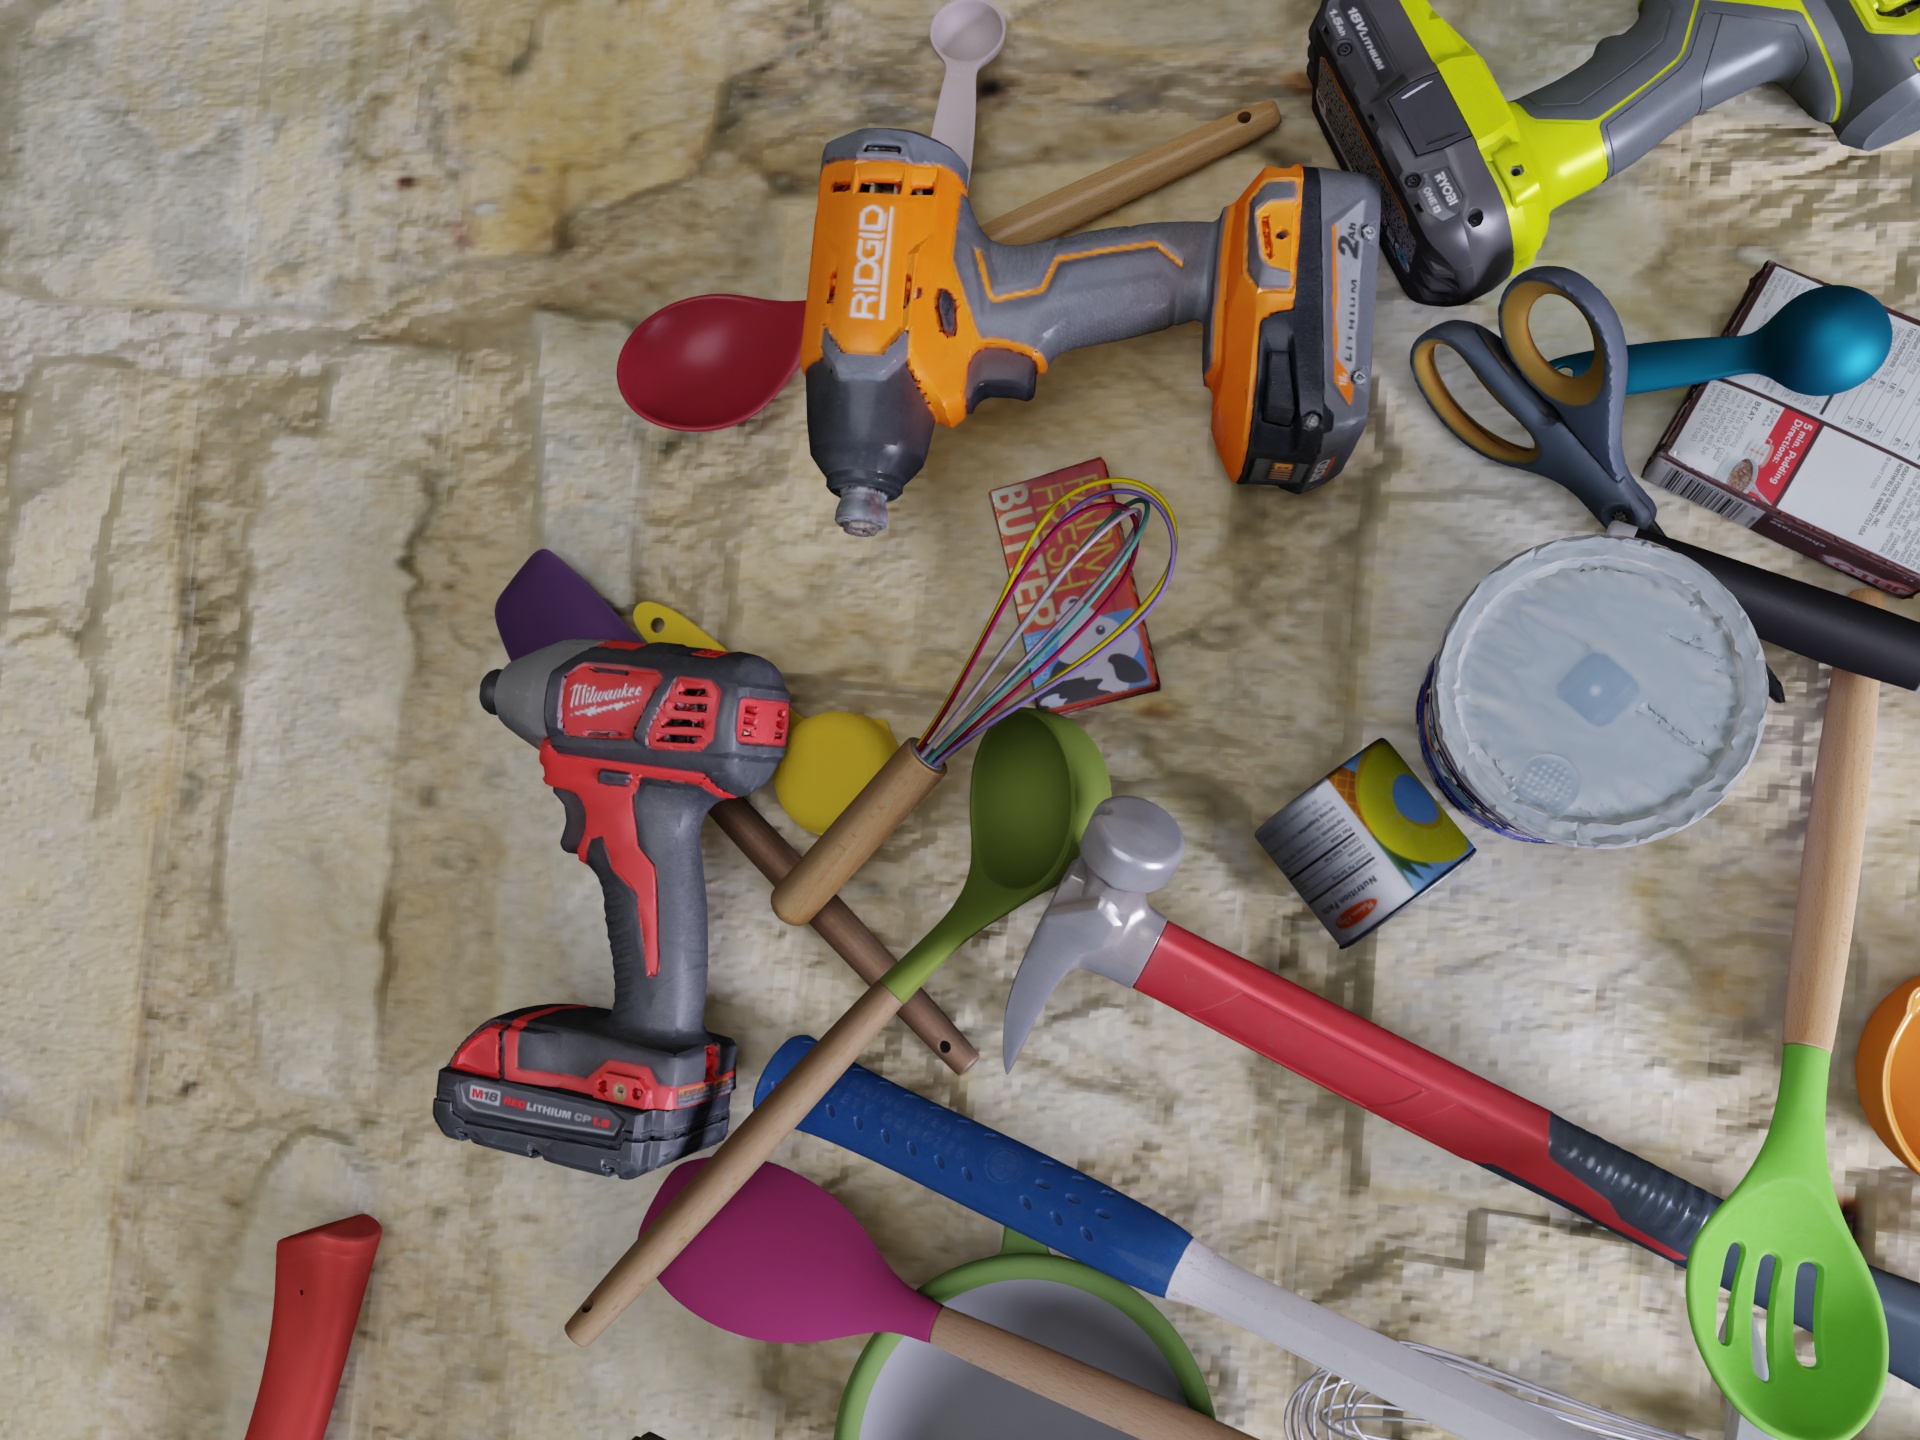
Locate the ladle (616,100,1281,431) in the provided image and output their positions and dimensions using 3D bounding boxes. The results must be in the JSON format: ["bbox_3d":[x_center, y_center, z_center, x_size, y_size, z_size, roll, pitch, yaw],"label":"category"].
[{"bbox_3d":[-0.007,-0.206,0.712,0.315,0.031,0.069,-22,75,9],"label":"ladle"}]

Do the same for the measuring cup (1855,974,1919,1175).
[{"bbox_3d":[0.407,0.104,0.576,0.173,0.052,0.095,-43,78,5],"label":"measuring cup"}]

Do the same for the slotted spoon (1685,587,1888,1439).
[{"bbox_3d":[0.310,0.094,0.573,0.070,0.031,0.314,16,73,1],"label":"slotted spoon"}]

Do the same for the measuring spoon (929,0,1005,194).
[{"bbox_3d":[-0.002,-0.264,0.712,0.034,0.018,0.124,6,80,8],"label":"measuring spoon"}]

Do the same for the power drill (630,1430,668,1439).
[{"bbox_3d":[-0.106,0.401,0.624,0.188,0.080,0.226,43,118,13],"label":"power drill"}]

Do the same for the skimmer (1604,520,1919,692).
[{"bbox_3d":[0.393,-0.003,0.522,0.363,0.090,0.127,25,87,20],"label":"skimmer"}]

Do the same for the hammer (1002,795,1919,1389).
[{"bbox_3d":[0.202,0.168,0.614,0.386,0.038,0.143,27,129,7],"label":"hammer"}]

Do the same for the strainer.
[{"bbox_3d":[0.067,0.325,0.616,0.256,0.069,0.151,35,68,25],"label":"strainer"}]

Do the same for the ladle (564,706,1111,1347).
[{"bbox_3d":[-0.054,0.124,0.650,0.320,0.062,0.078,-47,35,-6],"label":"ladle"}]

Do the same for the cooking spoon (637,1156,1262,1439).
[{"bbox_3d":[0.014,0.246,0.622,0.319,0.017,0.069,17,59,18],"label":"cooking spoon"}]

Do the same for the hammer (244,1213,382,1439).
[{"bbox_3d":[-0.328,0.409,0.740,0.149,0.036,0.359,17,91,14],"label":"hammer"}]

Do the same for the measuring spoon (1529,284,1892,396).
[{"bbox_3d":[0.279,-0.140,0.603,0.129,0.021,0.042,-2,75,33],"label":"measuring spoon"}]

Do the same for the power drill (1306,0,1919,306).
[{"bbox_3d":[0.259,-0.285,0.628,0.228,0.080,0.191,-25,81,8],"label":"power drill"}]

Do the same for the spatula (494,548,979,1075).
[{"bbox_3d":[-0.106,0.042,0.722,0.316,0.018,0.059,44,104,14],"label":"spatula"}]

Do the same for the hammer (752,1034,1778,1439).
[{"bbox_3d":[0.097,0.211,0.612,0.406,0.035,0.144,19,55,25],"label":"hammer"}]

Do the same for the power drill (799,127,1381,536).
[{"bbox_3d":[0.047,-0.149,0.646,0.226,0.084,0.164,5,82,5],"label":"power drill"}]

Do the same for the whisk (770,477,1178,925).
[{"bbox_3d":[-0.003,-0.004,0.647,0.245,0.047,0.051,-48,32,21],"label":"whisk"}]

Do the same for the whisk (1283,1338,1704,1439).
[{"bbox_3d":[0.266,0.281,0.598,0.284,0.070,0.070,4,87,9],"label":"whisk"}]

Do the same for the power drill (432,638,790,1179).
[{"bbox_3d":[-0.156,0.073,0.692,0.143,0.078,0.220,7,90,20],"label":"power drill"}]

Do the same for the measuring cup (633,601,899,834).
[{"bbox_3d":[-0.093,-0.006,0.715,0.156,0.029,0.062,38,95,11],"label":"measuring cup"}]
